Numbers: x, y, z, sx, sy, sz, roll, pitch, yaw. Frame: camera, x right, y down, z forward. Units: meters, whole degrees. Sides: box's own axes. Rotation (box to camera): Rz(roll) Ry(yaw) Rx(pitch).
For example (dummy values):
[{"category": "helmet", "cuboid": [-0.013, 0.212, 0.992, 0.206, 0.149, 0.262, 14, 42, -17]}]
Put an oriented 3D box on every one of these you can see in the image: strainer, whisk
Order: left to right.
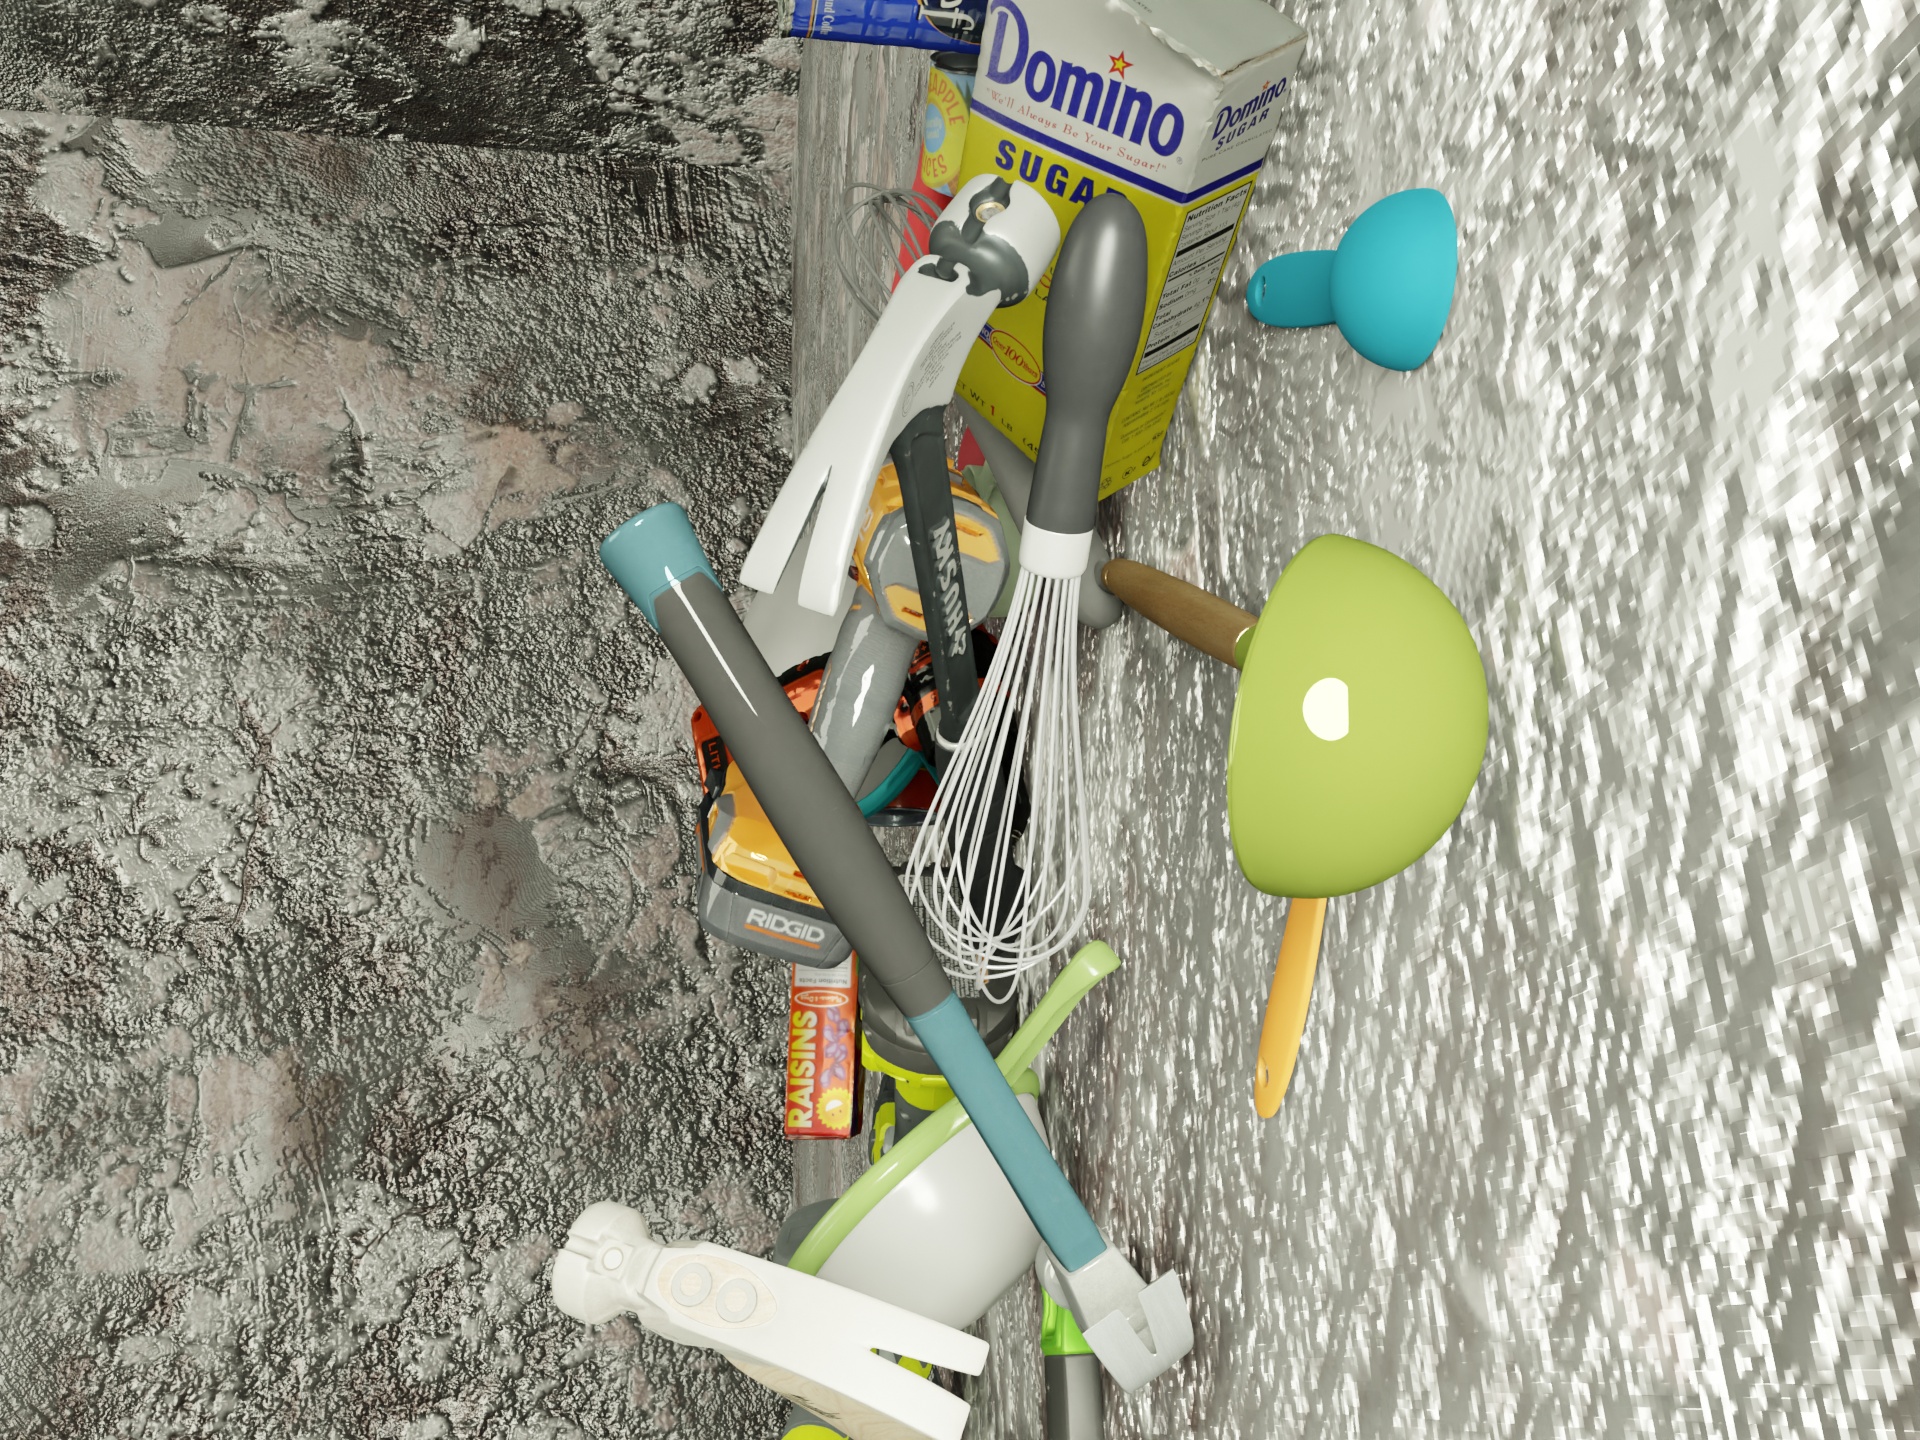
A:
[{"category": "strainer", "cuboid": [-0.064, -0.020, 0.956, 0.211, 0.095, 0.341, -62, 29, 14]}, {"category": "whisk", "cuboid": [0.007, -0.137, 0.668, 0.239, 0.055, 0.055, 63, 160, 21]}, {"category": "strainer", "cuboid": [0.018, 0.194, 0.683, 0.069, 0.151, 0.256, 47, 130, 20]}, {"category": "whisk", "cuboid": [0.026, -0.029, 0.530, 0.070, 0.070, 0.284, -107, 23, -62]}]

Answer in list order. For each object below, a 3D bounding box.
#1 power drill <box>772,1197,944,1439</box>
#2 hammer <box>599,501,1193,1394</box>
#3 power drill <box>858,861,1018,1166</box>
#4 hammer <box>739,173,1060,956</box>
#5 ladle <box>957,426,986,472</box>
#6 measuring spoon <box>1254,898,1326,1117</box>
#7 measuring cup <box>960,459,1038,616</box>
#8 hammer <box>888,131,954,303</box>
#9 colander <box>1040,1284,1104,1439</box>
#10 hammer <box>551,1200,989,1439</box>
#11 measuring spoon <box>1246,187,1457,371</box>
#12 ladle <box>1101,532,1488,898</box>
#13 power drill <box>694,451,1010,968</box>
[{"category": "power drill", "cuboid": [-0.058, 0.407, 0.876, 0.229, 0.080, 0.190, -78, -31, -66]}, {"category": "hammer", "cuboid": [-0.019, 0.079, 0.517, 0.331, 0.033, 0.128, 60, 170, -9]}, {"category": "power drill", "cuboid": [-0.019, 0.192, 0.883, 0.171, 0.080, 0.223, -94, 7, -53]}, {"category": "hammer", "cuboid": [-0.001, -0.002, 0.619, 0.149, 0.036, 0.408, -60, -20, -26]}, {"category": "ladle", "cuboid": [0.036, -0.188, 0.753, 0.315, 0.031, 0.069, 114, 158, -63]}, {"category": "measuring spoon", "cuboid": [0.089, 0.060, 0.435, 0.021, 0.011, 0.116, -109, 22, -64]}, {"category": "measuring cup", "cuboid": [0.028, -0.109, 0.757, 0.167, 0.038, 0.083, 113, 156, -61]}, {"category": "hammer", "cuboid": [-0.006, -0.301, 0.828, 0.143, 0.038, 0.386, -100, 21, -58]}, {"category": "colander", "cuboid": [0.015, 0.407, 0.577, 0.204, 0.094, 0.397, 112, 157, -65]}, {"category": "hammer", "cuboid": [-0.025, 0.296, 0.666, 0.410, 0.146, 0.038, 70, -143, -54]}, {"category": "measuring spoon", "cuboid": [0.091, -0.114, 0.415, 0.129, 0.021, 0.042, -128, 40, -73]}, {"category": "ladle", "cuboid": [0.066, -0.025, 0.458, 0.320, 0.062, 0.078, -119, 33, -77]}, {"category": "power drill", "cuboid": [-0.053, -0.021, 0.752, 0.185, 0.084, 0.226, -115, 46, -67]}]
